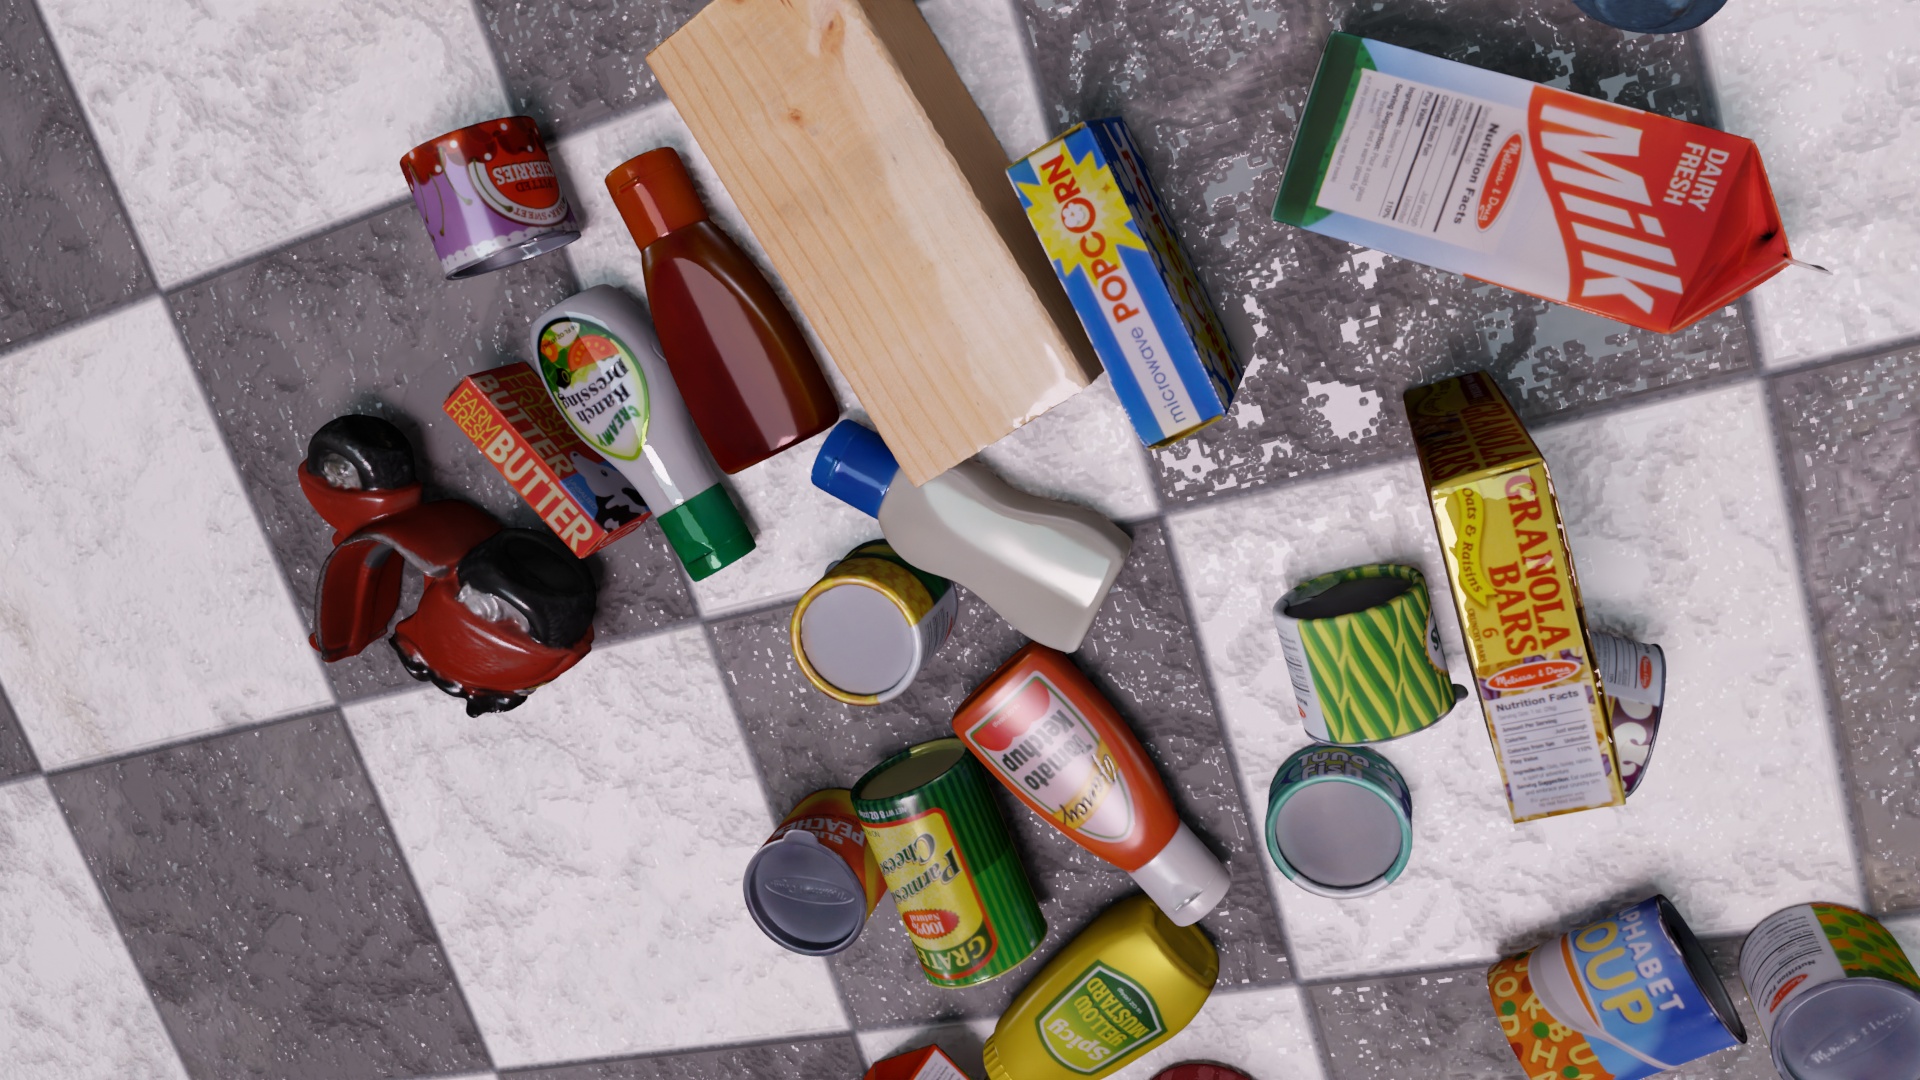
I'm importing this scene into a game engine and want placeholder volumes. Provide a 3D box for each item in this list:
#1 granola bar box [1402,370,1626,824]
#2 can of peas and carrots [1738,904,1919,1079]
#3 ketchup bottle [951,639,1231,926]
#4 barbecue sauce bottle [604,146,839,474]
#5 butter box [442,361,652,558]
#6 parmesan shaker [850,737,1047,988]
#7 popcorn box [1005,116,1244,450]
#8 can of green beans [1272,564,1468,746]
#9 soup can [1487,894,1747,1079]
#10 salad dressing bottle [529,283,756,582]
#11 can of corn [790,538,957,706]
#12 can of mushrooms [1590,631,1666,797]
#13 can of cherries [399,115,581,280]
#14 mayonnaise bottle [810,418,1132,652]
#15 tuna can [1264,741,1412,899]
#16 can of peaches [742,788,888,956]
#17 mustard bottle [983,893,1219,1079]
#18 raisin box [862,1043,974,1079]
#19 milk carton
[{"bbox_3d":[0.205,0.012,0.526,0.039,0.166,0.124,-14,102,18],"label":"granola bar box"},{"bbox_3d":[0.376,0.200,0.590,0.071,0.059,0.070,5,109,15],"label":"can of peas and carrots"},{"bbox_3d":[0.067,0.119,0.666,0.064,0.044,0.149,-43,92,17],"label":"ketchup bottle"},{"bbox_3d":[-0.116,-0.109,0.650,0.064,0.044,0.148,-24,98,22],"label":"barbecue sauce bottle"},{"bbox_3d":[-0.204,-0.041,0.692,0.024,0.053,0.103,-41,92,22],"label":"butter box"},{"bbox_3d":[-0.008,0.159,0.689,0.071,0.071,0.103,-19,100,21],"label":"parmesan shaker"},{"bbox_3d":[0.072,-0.108,0.572,0.038,0.085,0.126,-24,99,23],"label":"popcorn box"},{"bbox_3d":[0.174,0.048,0.600,0.071,0.071,0.057,-14,102,20],"label":"can of green beans"},{"bbox_3d":[0.286,0.202,0.613,0.083,0.071,0.071,-33,95,23],"label":"soup can"},{"bbox_3d":[-0.152,-0.051,0.678,0.064,0.044,0.147,-27,97,25],"label":"salad dressing bottle"},{"bbox_3d":[-0.043,0.038,0.665,0.071,0.058,0.071,5,108,15],"label":"can of corn"},{"bbox_3d":[0.266,0.074,0.580,0.033,0.071,0.070,13,110,13],"label":"can of mushrooms"},{"bbox_3d":[-0.218,-0.161,0.651,0.071,0.072,0.058,-16,101,21],"label":"can of cherries"},{"bbox_3d":[0.002,-0.008,0.648,0.148,0.041,0.064,29,111,8],"label":"mayonnaise bottle"},{"bbox_3d":[0.175,0.128,0.642,0.071,0.033,0.070,5,108,15],"label":"tuna can"},{"bbox_3d":[-0.069,0.167,0.714,0.071,0.058,0.071,5,108,16],"label":"can of peaches"},{"bbox_3d":[0.058,0.245,0.704,0.065,0.049,0.159,45,113,3],"label":"mustard bottle"},{"bbox_3d":[0.004,0.327,0.734,0.123,0.040,0.085,44,143,0],"label":"raisin box"},{"bbox_3d":[0.222,-0.132,0.527,0.191,0.072,0.073,19,111,11],"label":"milk carton"}]
